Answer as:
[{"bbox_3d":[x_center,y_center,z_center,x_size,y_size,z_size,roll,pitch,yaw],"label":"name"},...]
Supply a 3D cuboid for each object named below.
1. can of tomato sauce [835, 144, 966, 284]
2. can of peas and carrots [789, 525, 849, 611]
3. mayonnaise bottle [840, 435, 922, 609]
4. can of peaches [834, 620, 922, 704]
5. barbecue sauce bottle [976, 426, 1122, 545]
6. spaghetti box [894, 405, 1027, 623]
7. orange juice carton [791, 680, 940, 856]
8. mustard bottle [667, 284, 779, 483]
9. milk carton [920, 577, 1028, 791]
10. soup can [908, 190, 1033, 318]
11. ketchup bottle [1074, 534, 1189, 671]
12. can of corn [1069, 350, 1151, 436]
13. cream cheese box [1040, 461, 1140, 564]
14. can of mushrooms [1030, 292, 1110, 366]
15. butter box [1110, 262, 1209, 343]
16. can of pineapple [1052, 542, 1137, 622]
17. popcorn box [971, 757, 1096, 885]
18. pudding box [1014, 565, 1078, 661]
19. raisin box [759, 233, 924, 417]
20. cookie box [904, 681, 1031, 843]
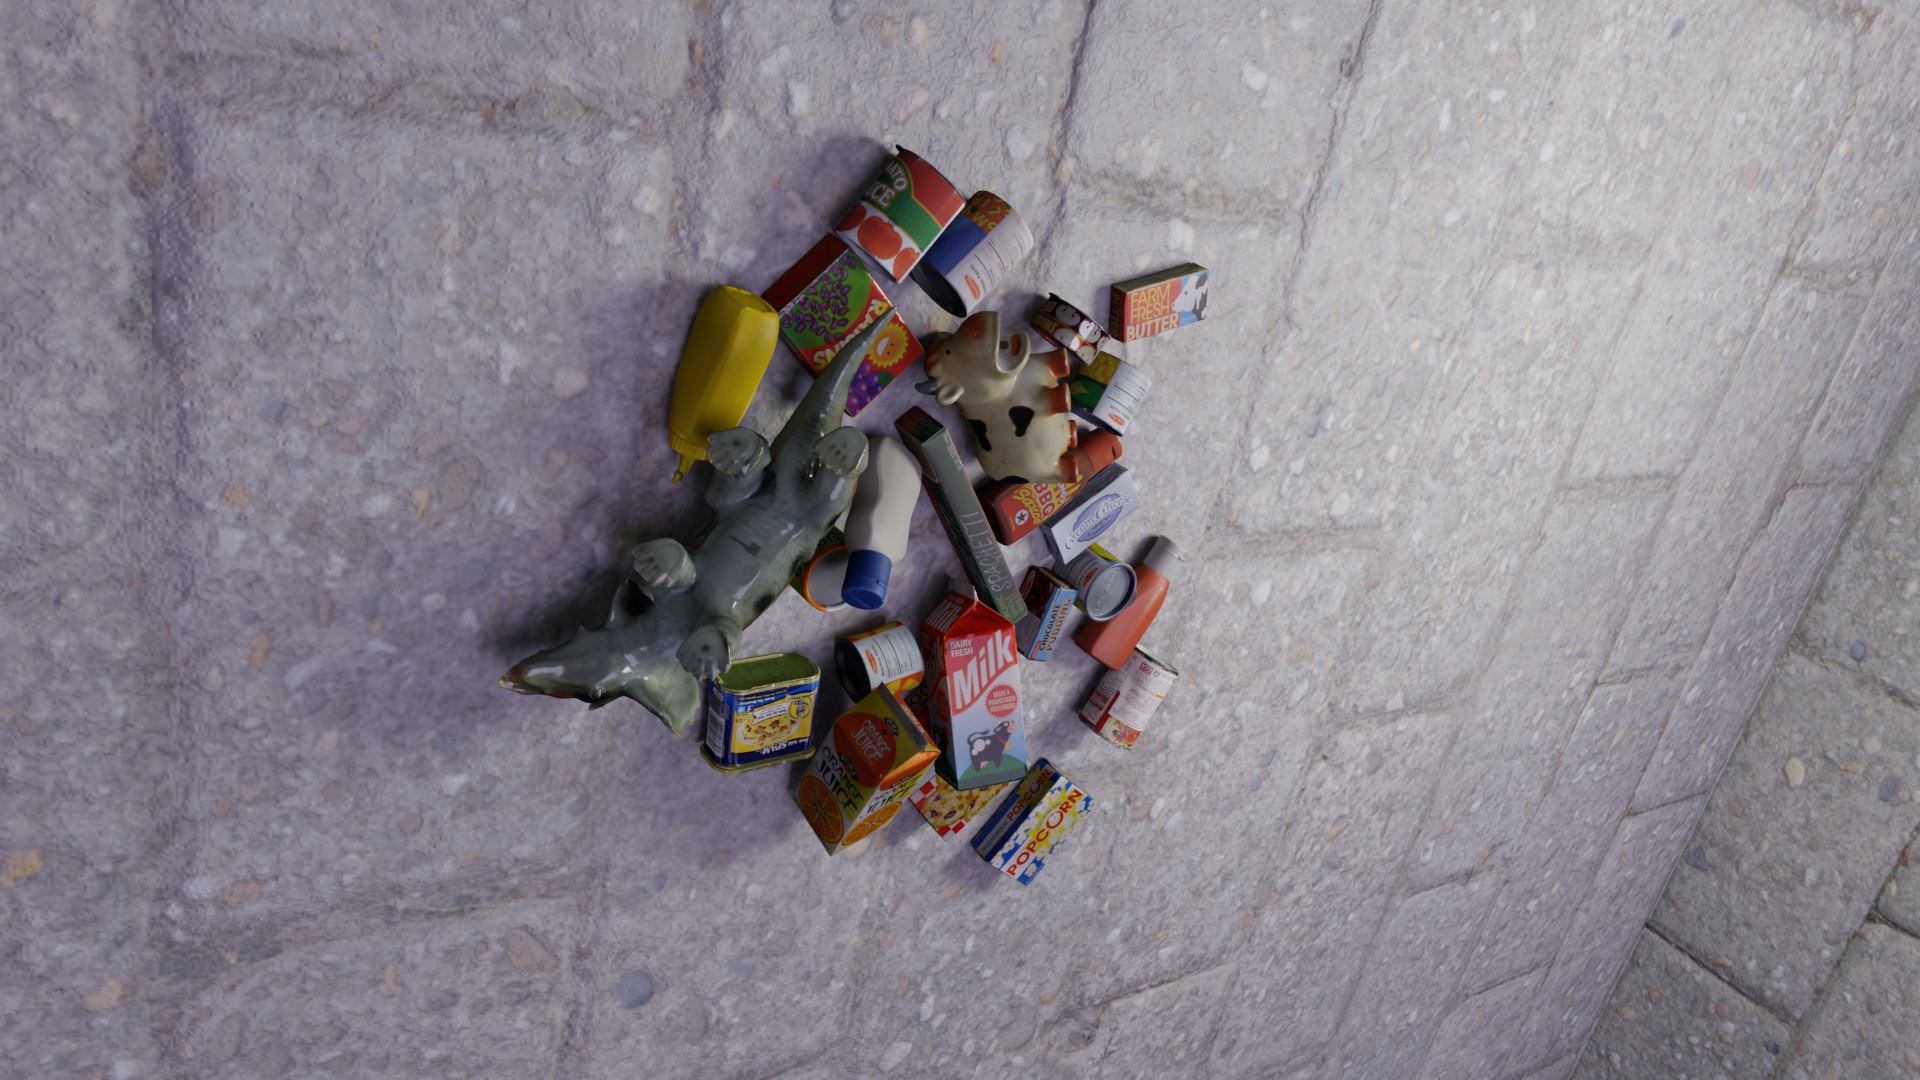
[{"bbox_3d":[-0.048,-0.254,1.085,0.083,0.071,0.071,-51,134,0],"label":"can of tomato sauce"},{"bbox_3d":[-0.120,0.018,1.195,0.071,0.059,0.070,-19,125,-29],"label":"can of peas and carrots"},{"bbox_3d":[-0.070,-0.014,1.169,0.064,0.041,0.149,43,45,-41],"label":"mayonnaise bottle"},{"bbox_3d":[-0.076,0.113,1.283,0.058,0.071,0.071,-18,125,-29],"label":"can of peaches"},{"bbox_3d":[0.086,-0.058,1.319,0.149,0.044,0.064,-33,130,-18],"label":"barbecue sauce bottle"},{"bbox_3d":[0.005,-0.016,1.277,0.029,0.050,0.249,-36,132,-12],"label":"spaghetti box"},{"bbox_3d":[-0.082,0.204,1.266,0.073,0.072,0.191,-21,155,-38],"label":"orange juice carton"},{"bbox_3d":[-0.190,-0.114,1.065,0.049,0.065,0.159,7,118,-41],"label":"mustard bottle"},{"bbox_3d":[0.011,0.131,1.311,0.073,0.072,0.190,-8,98,-19],"label":"milk carton"},{"bbox_3d":[0.007,-0.236,1.138,0.084,0.071,0.071,-47,134,-11],"label":"soup can"},{"bbox_3d":[0.185,0.064,1.466,0.064,0.043,0.148,33,93,-45],"label":"ketchup bottle"},{"bbox_3d":[0.134,-0.138,1.293,0.071,0.071,0.058,29,90,-44],"label":"can of corn"},{"bbox_3d":[0.129,-0.028,1.383,0.104,0.024,0.053,-37,131,-14],"label":"cream cheese box"},{"bbox_3d":[0.096,-0.188,1.235,0.071,0.071,0.033,34,94,-44],"label":"can of mushrooms"},{"bbox_3d":[0.187,-0.224,1.311,0.104,0.024,0.052,-20,126,-28],"label":"butter box"},{"bbox_3d":[0.136,0.041,1.405,0.071,0.058,0.070,-19,126,-28],"label":"can of pineapple"},{"bbox_3d":[0.082,0.313,1.537,0.127,0.038,0.085,-50,133,-2],"label":"popcorn box"},{"bbox_3d":[0.079,0.073,1.386,0.030,0.050,0.083,9,109,-42],"label":"pudding box"},{"bbox_3d":[-0.096,-0.171,1.116,0.086,0.040,0.123,-45,132,-7],"label":"raisin box"},{"bbox_3d":[-0.011,0.215,1.407,0.123,0.040,0.166,-41,133,-11],"label":"cookie box"}]
